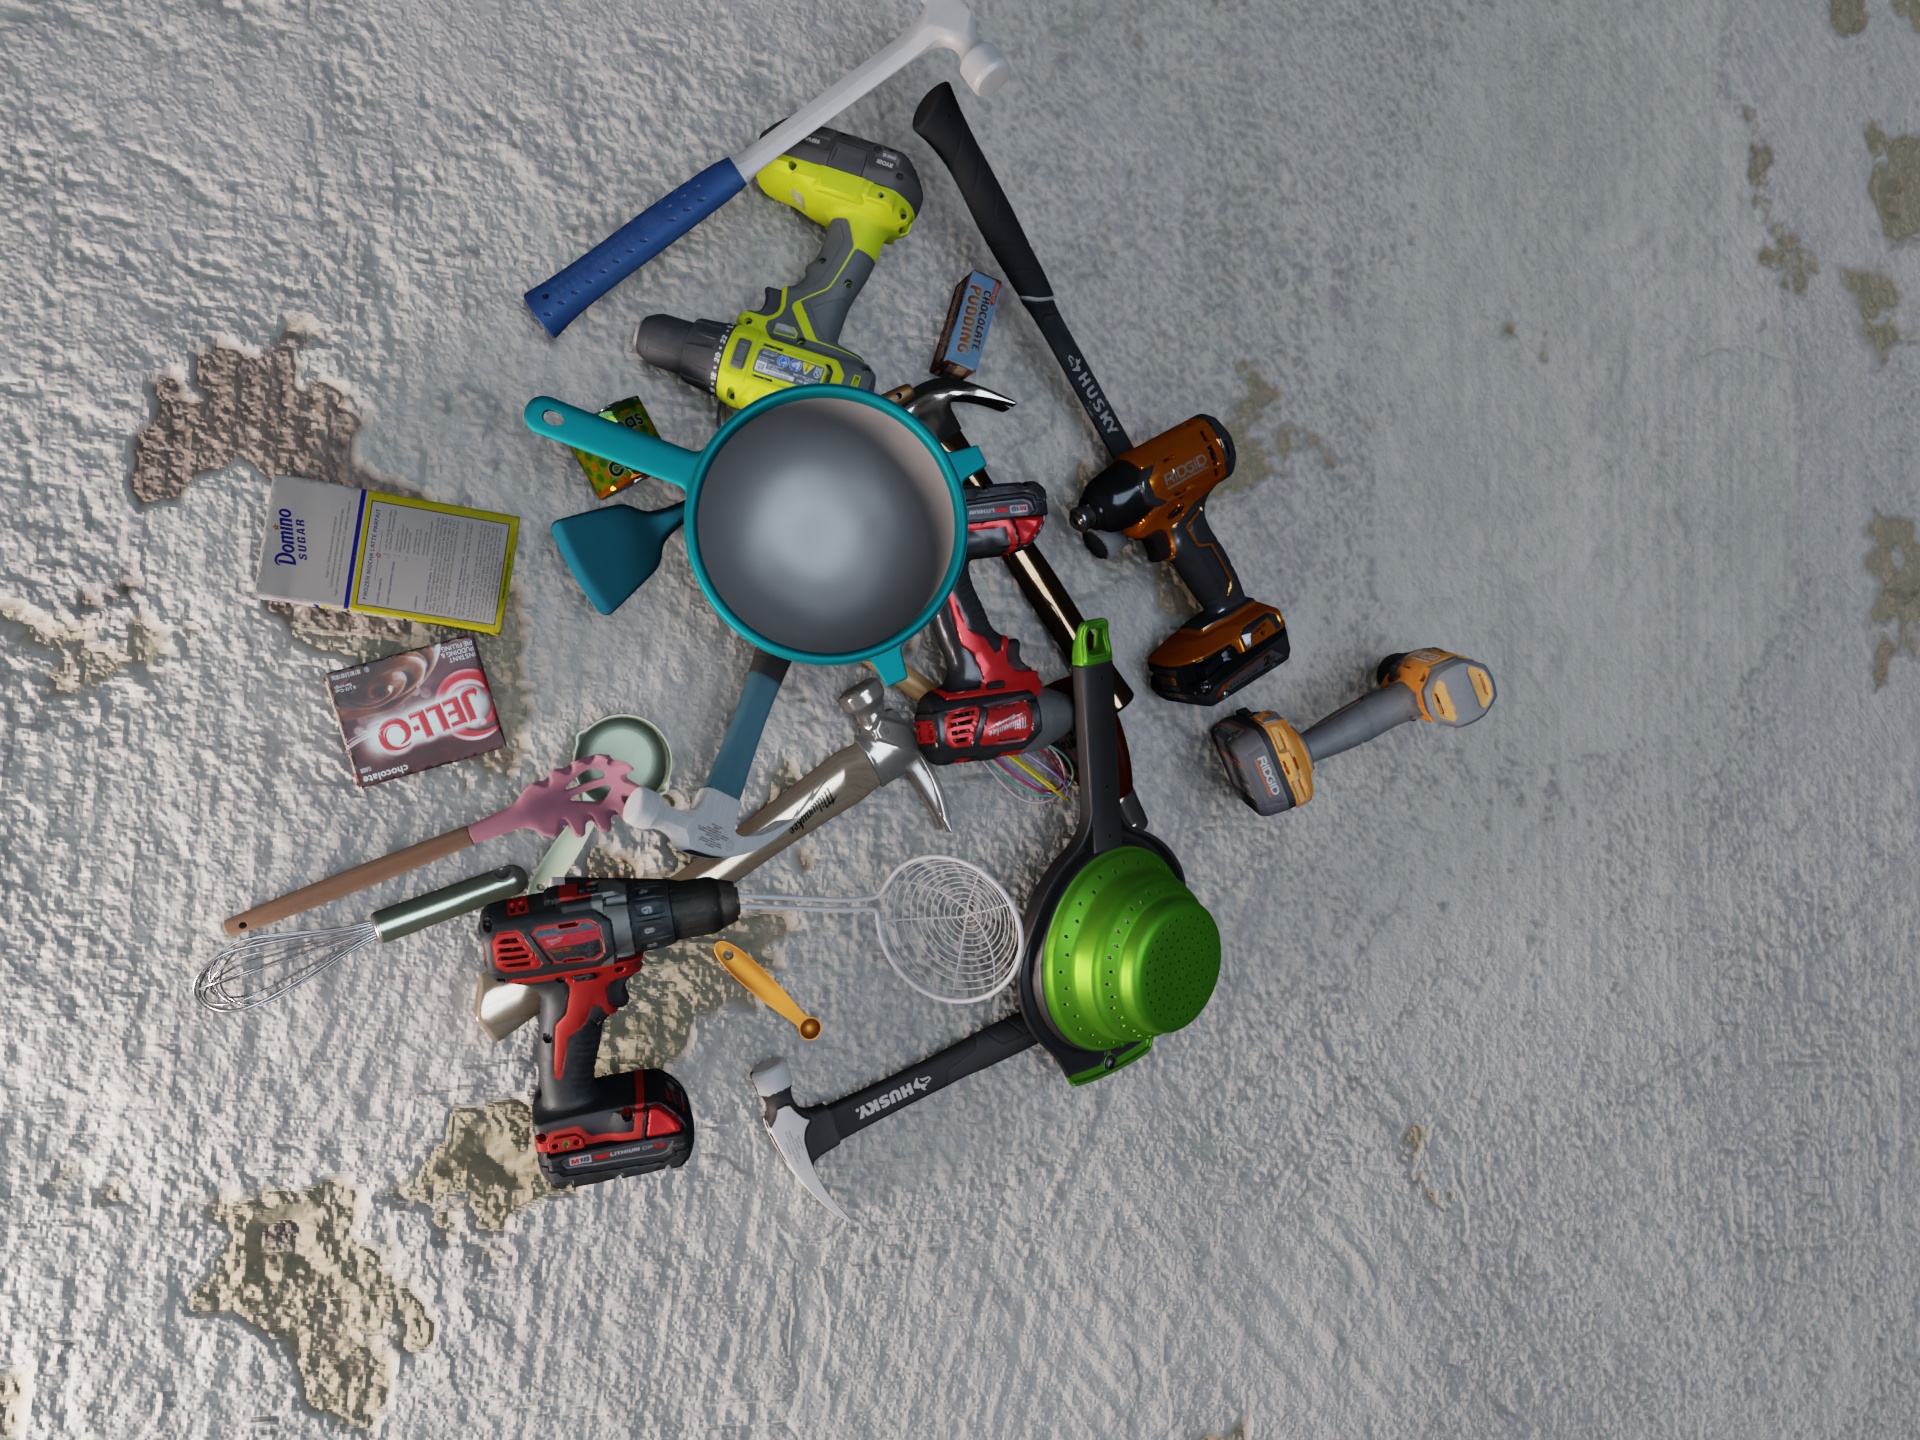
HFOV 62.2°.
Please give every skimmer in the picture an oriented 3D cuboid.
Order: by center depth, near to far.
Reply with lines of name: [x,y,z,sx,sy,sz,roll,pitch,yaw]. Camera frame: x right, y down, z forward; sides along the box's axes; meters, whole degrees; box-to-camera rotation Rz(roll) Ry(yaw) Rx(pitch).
skimmer: [-0.132,0.156,1.237,0.363,0.090,0.127,5,112,-19]

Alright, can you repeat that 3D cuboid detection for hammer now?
hammer: [-0.166,-0.435,1.227,0.405,0.035,0.144,-35,78,2]
hammer: [-0.152,-0.045,1.258,0.128,0.033,0.331,31,66,-30]
hammer: [-0.198,0.133,1.279,0.410,0.038,0.146,-34,102,-16]
hammer: [0.078,-0.341,1.339,0.149,0.036,0.408,-41,116,-18]
hammer: [-0.001,0.295,1.350,0.334,0.035,0.146,-22,96,-19]
hammer: [0.052,-0.147,1.374,0.130,0.031,0.331,-38,102,-16]

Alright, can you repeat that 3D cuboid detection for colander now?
colander: [0.143,0.116,1.302,0.204,0.094,0.397,-15,106,-39]

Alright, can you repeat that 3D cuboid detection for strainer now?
strainer: [-0.163,-0.166,1.214,0.340,0.095,0.211,20,85,-5]

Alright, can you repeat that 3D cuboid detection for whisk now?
whisk: [-0.444,0.159,1.189,0.246,0.058,0.059,-20,131,-22]
whisk: [-0.002,-0.004,1.343,0.245,0.047,0.051,36,122,-11]

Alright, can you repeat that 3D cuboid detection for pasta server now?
pasta server: [-0.392,0.097,1.187,0.316,0.040,0.060,-21,106,-10]

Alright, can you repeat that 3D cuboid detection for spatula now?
spatula: [-0.171,-0.194,1.277,0.317,0.044,0.082,-31,100,-11]

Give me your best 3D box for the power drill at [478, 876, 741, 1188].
power drill: [-0.250,0.223,1.196,0.188,0.080,0.226,-9,109,-11]

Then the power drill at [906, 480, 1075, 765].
power drill: [0.026,-0.079,1.301,0.143,0.078,0.219,-7,91,-19]

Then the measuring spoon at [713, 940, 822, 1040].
measuring spoon: [-0.159,0.221,1.308,0.117,0.011,0.021,44,76,-11]

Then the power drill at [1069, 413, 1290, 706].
power drill: [0.186,-0.130,1.372,0.164,0.084,0.226,-30,110,-24]

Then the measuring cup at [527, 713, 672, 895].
measuring cup: [-0.290,0.069,1.249,0.083,0.038,0.167,34,88,-13]

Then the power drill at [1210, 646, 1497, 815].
power drill: [0.344,-0.002,1.425,0.226,0.185,0.084,-24,98,1]

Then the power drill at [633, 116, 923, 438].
power drill: [-0.140,-0.353,1.269,0.190,0.080,0.228,18,82,1]
